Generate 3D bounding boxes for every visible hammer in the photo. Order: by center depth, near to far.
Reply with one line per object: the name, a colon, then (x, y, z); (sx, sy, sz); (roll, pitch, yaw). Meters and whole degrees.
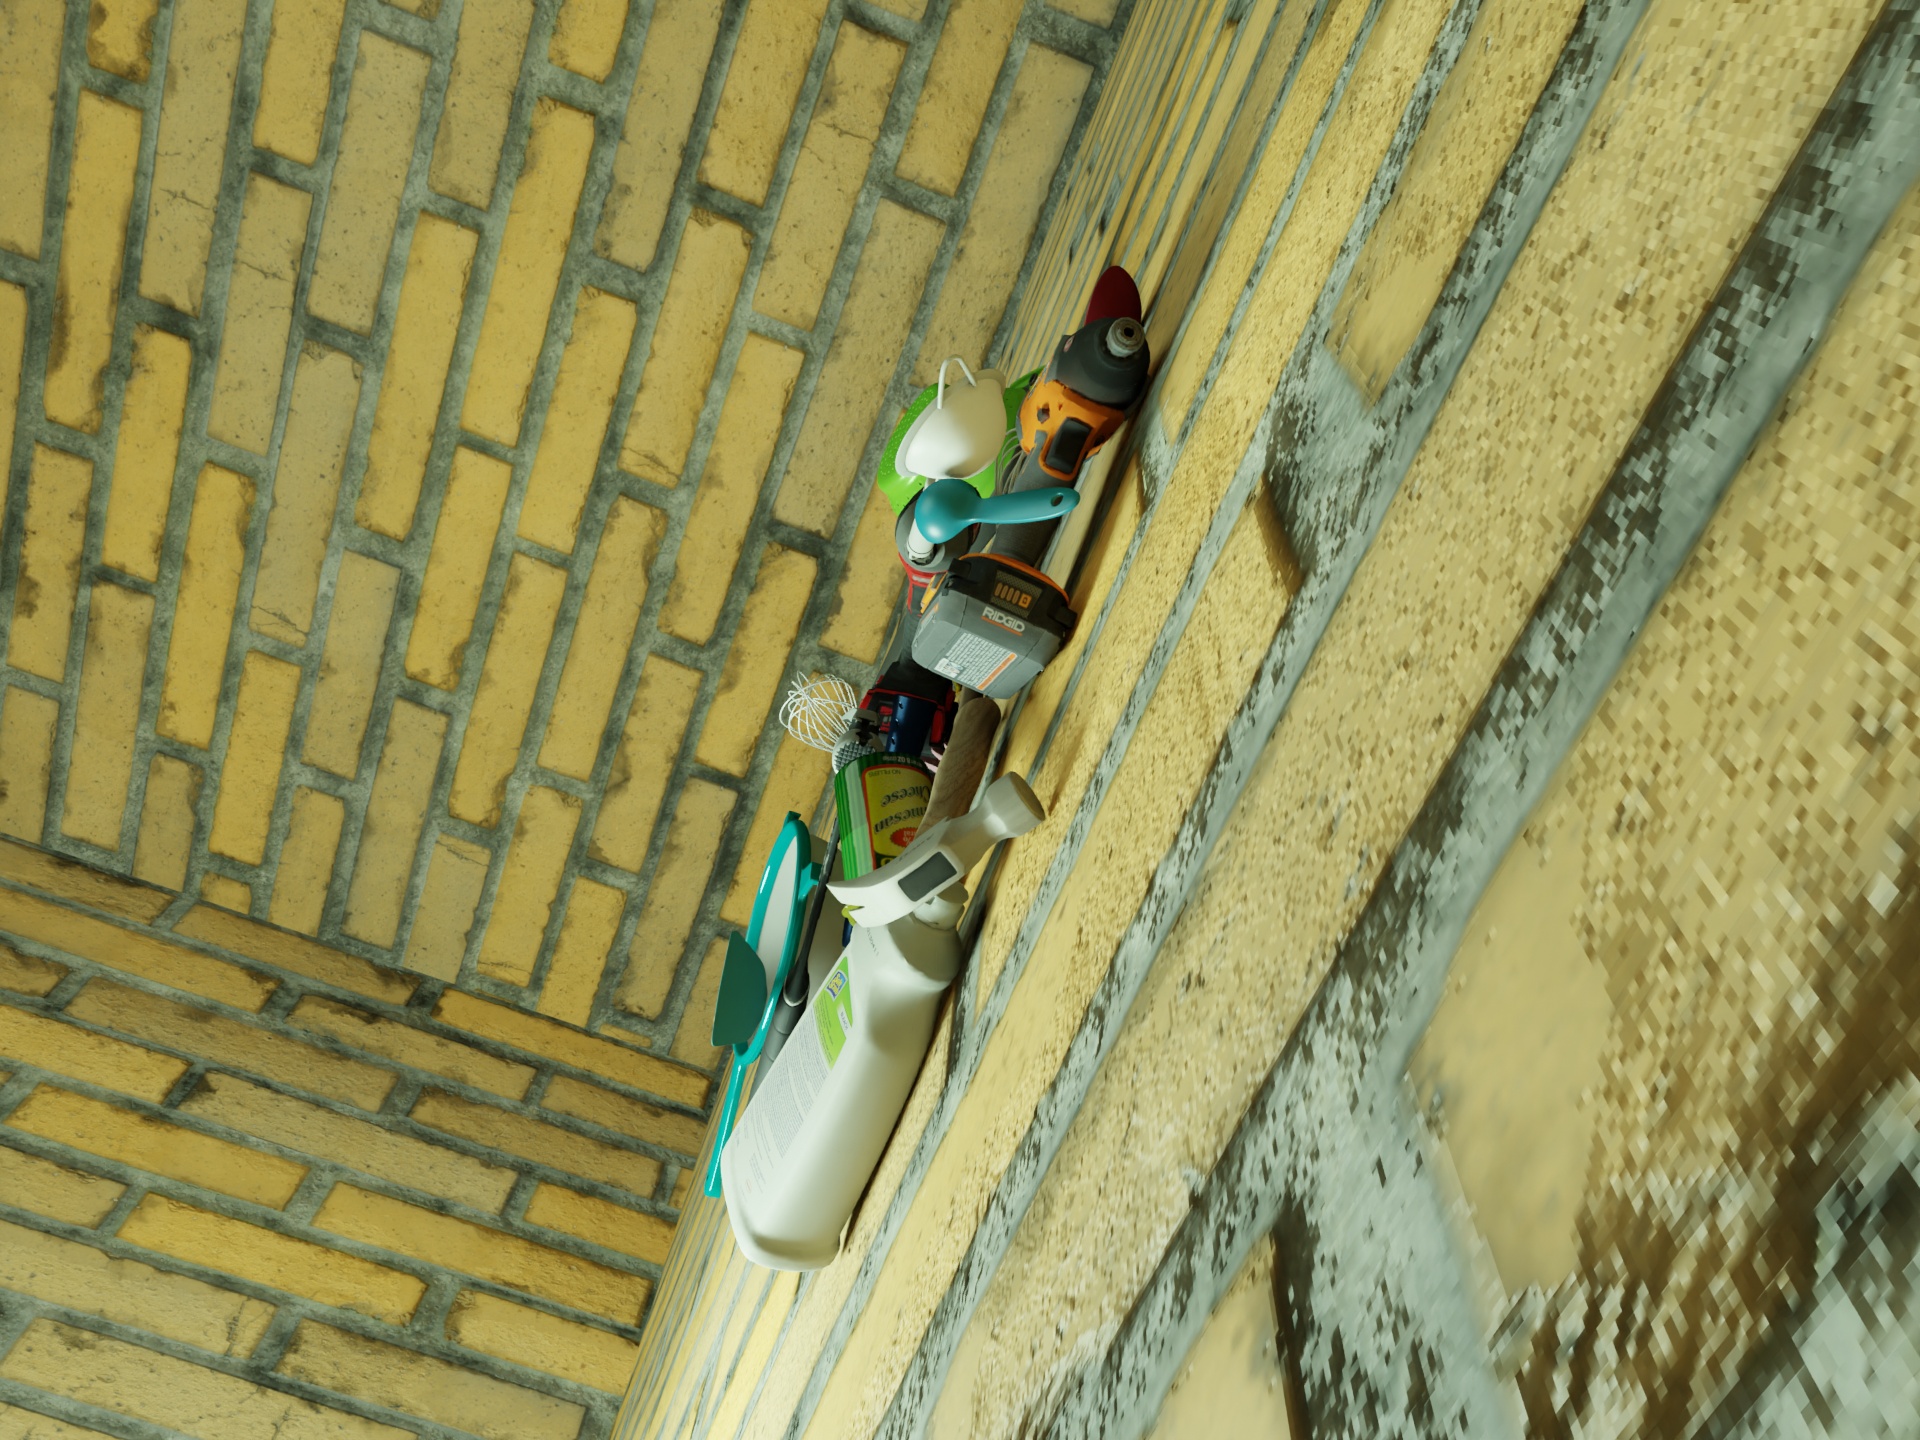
hammer: (-0.004, 0.039, 0.958); (0.130, 0.031, 0.331); (-36, 8, 12)
hammer: (-0.081, 0.179, 1.174); (0.144, 0.035, 0.405); (155, 129, -82)
hammer: (-0.121, 0.181, 1.201); (0.149, 0.036, 0.409); (-93, 19, -74)

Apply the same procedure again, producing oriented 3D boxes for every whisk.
whisk: (0.035, -0.145, 1.326); (0.058, 0.059, 0.246); (-58, -9, -44)
whisk: (-0.100, 0.026, 1.519); (0.284, 0.070, 0.070); (55, -130, -62)

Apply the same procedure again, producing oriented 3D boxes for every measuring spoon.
measuring spoon: (0.016, -0.126, 0.909); (0.129, 0.021, 0.042); (3, 65, 48)

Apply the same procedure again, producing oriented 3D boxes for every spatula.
spatula: (-0.187, 0.229, 1.273); (0.317, 0.044, 0.082); (135, 145, -70)

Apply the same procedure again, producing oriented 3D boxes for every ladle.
ladle: (0.072, -0.179, 1.172); (0.069, 0.031, 0.315); (-25, -38, -52)

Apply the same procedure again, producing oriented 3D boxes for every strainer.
strainer: (-0.010, -0.153, 1.019); (0.087, 0.050, 0.258); (-37, -7, -17)
strainer: (-0.141, 0.258, 1.373); (0.211, 0.095, 0.340); (-140, 63, -74)

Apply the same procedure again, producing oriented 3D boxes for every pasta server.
pasta server: (-0.002, -0.004, 1.230); (0.316, 0.040, 0.060); (-78, -5, -61)

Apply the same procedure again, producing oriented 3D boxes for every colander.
colander: (-0.043, -0.163, 1.420); (0.397, 0.094, 0.204); (-66, 20, -11)

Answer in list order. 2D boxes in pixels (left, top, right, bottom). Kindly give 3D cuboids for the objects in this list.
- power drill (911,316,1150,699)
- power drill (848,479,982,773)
power drill: (0.052, -0.139, 0.985); (0.164, 0.084, 0.226); (136, 157, -73)
power drill: (-0.032, -0.077, 1.277); (0.143, 0.078, 0.219); (-67, -12, -67)
